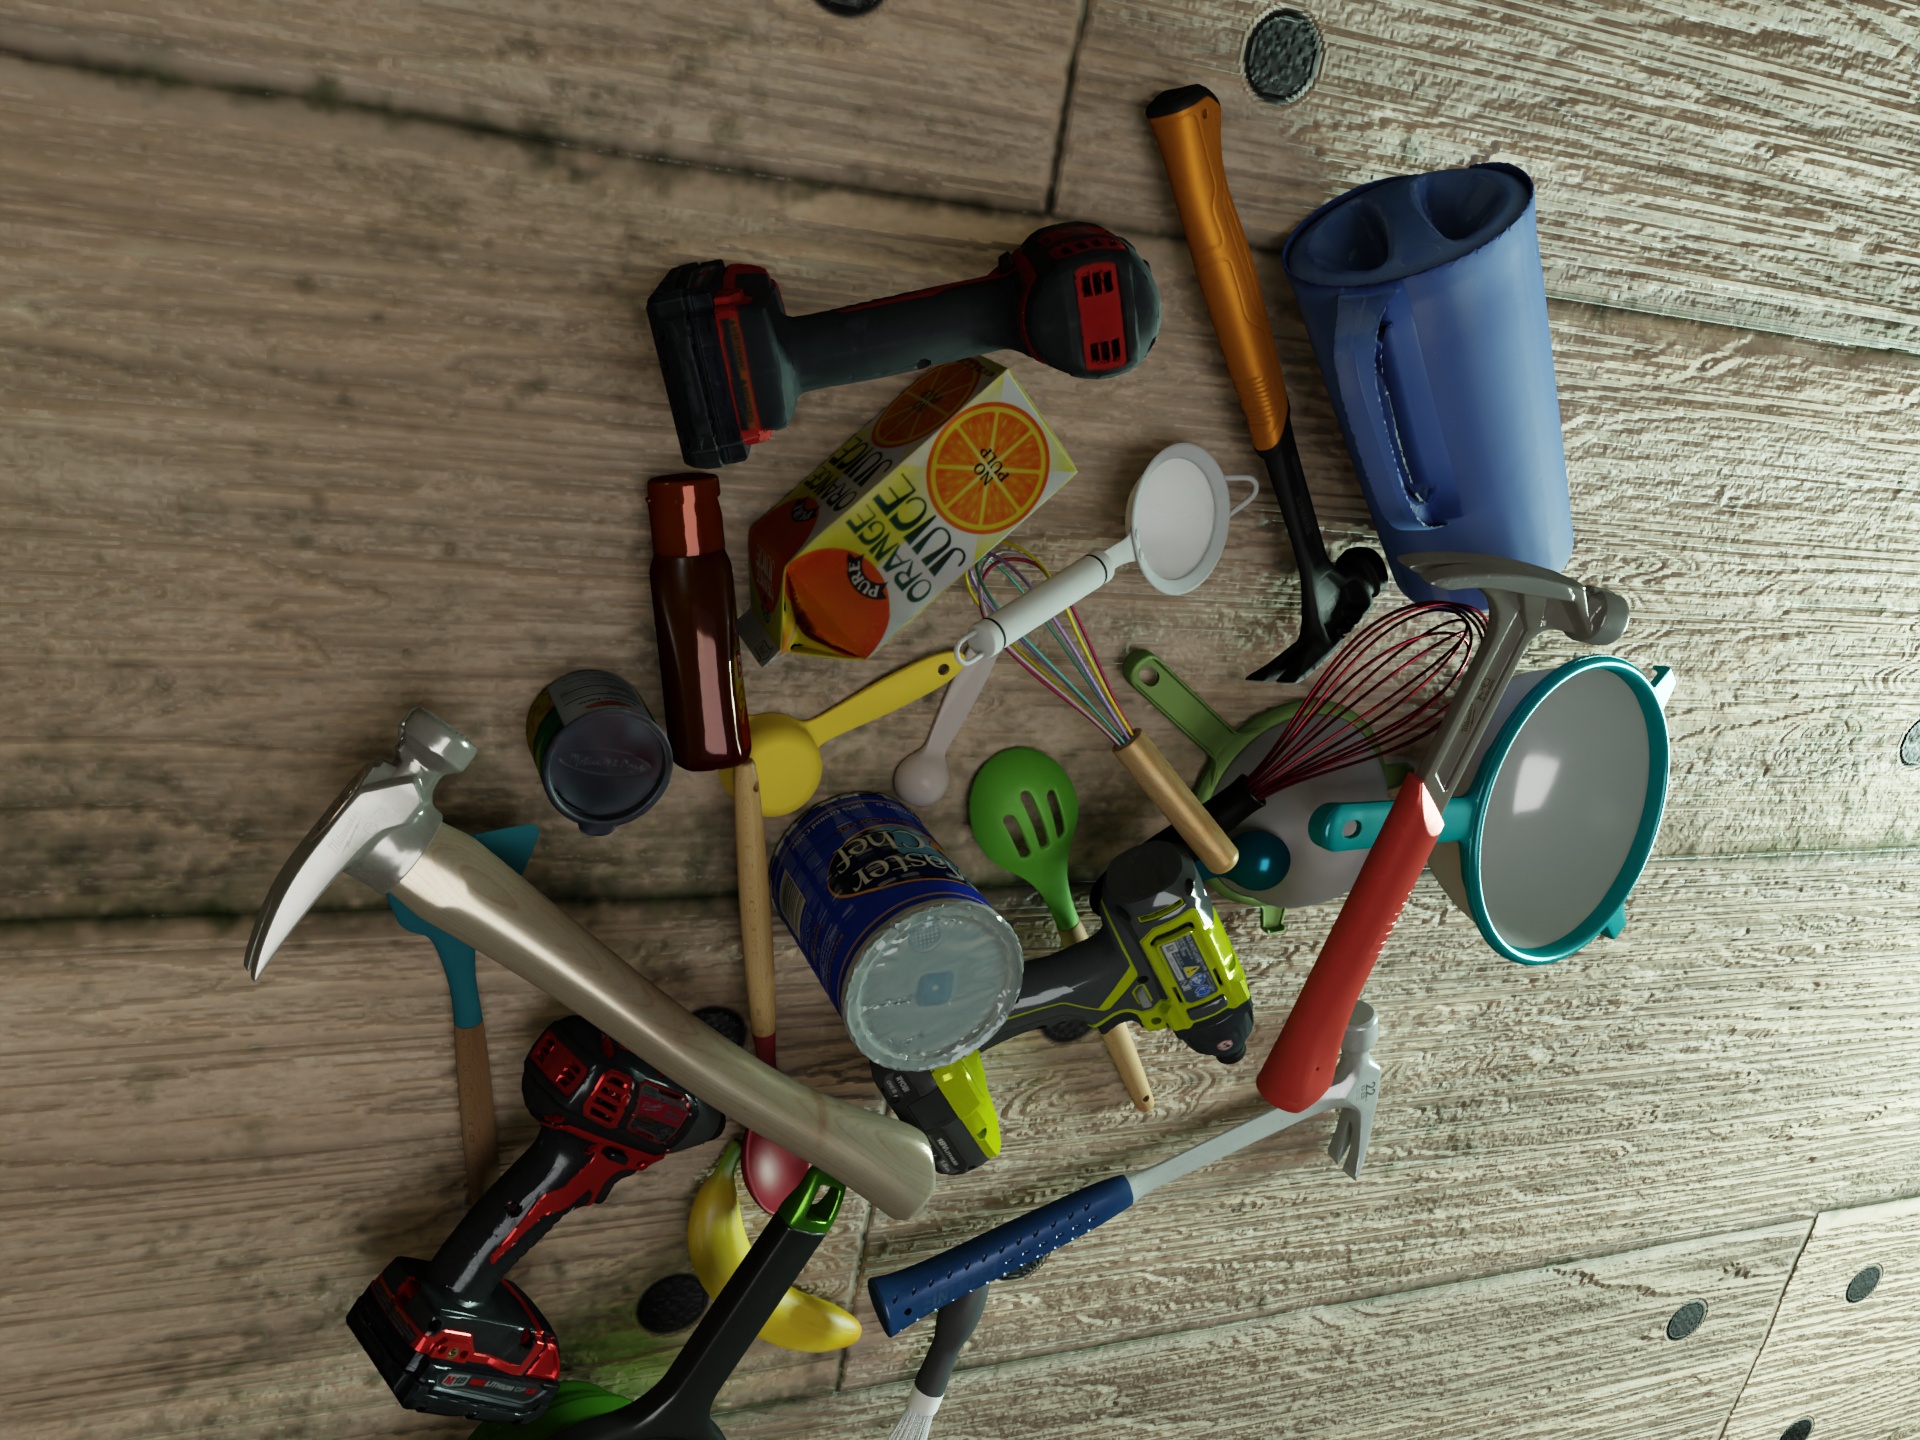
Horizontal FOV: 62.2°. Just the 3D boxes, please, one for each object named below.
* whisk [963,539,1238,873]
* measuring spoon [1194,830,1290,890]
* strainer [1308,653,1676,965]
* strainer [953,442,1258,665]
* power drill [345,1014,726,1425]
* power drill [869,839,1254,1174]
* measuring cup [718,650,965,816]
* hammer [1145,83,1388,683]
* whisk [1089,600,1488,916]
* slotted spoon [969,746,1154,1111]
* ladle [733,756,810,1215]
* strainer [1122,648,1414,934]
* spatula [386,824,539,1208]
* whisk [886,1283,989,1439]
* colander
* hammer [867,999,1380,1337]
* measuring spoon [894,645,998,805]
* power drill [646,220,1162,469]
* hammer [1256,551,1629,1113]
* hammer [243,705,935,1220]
[{"bbox_3d":[0.084,-0.006,0.908,0.047,0.051,0.245,-37,104,12],"label":"whisk"},{"bbox_3d":[0.145,0.101,1.006,0.128,0.021,0.042,-14,117,17],"label":"measuring spoon"},{"bbox_3d":[0.325,0.052,1.039,0.340,0.095,0.211,-1,103,-34],"label":"strainer"},{"bbox_3d":[0.077,-0.088,0.871,0.258,0.050,0.086,-34,120,-41],"label":"strainer"},{"bbox_3d":[-0.230,0.281,0.908,0.220,0.079,0.143,-56,140,-5],"label":"power drill"},{"bbox_3d":[0.065,0.185,0.977,0.223,0.080,0.171,-25,123,5],"label":"power drill"},{"bbox_3d":[-0.062,0.004,0.898,0.156,0.029,0.062,-28,121,-7],"label":"measuring cup"},{"bbox_3d":[0.164,-0.184,0.895,0.127,0.034,0.336,-44,124,-34],"label":"hammer"},{"bbox_3d":[0.189,0.029,0.948,0.296,0.073,0.073,-41,125,20],"label":"whisk"},{"bbox_3d":[0.079,0.148,1.031,0.070,0.031,0.313,-31,123,-12],"label":"slotted spoon"},{"bbox_3d":[-0.116,0.161,0.928,0.031,0.069,0.315,11,120,20],"label":"ladle"},{"bbox_3d":[0.195,0.039,1.007,0.151,0.069,0.256,-49,124,3],"label":"strainer"},{"bbox_3d":[-0.270,0.195,0.884,0.082,0.044,0.317,-13,119,-31],"label":"spatula"},{"bbox_3d":[-0.036,0.507,1.126,0.070,0.070,0.284,15,101,-29],"label":"whisk"},{"bbox_3d":[-0.203,0.414,0.977,0.204,0.095,0.397,29,97,-44],"label":"colander"},{"bbox_3d":[0.127,0.330,1.116,0.405,0.035,0.144,-19,119,-19],"label":"hammer"},{"bbox_3d":[-0.001,-0.003,0.930,0.034,0.018,0.124,19,103,-30],"label":"measuring spoon"},{"bbox_3d":[-0.024,-0.194,0.764,0.226,0.188,0.080,-10,114,1],"label":"power drill"},{"bbox_3d":[0.243,0.075,0.906,0.149,0.037,0.359,7,117,-28],"label":"hammer"},{"bbox_3d":[-0.167,0.170,0.844,0.410,0.038,0.146,42,75,-28],"label":"hammer"}]
